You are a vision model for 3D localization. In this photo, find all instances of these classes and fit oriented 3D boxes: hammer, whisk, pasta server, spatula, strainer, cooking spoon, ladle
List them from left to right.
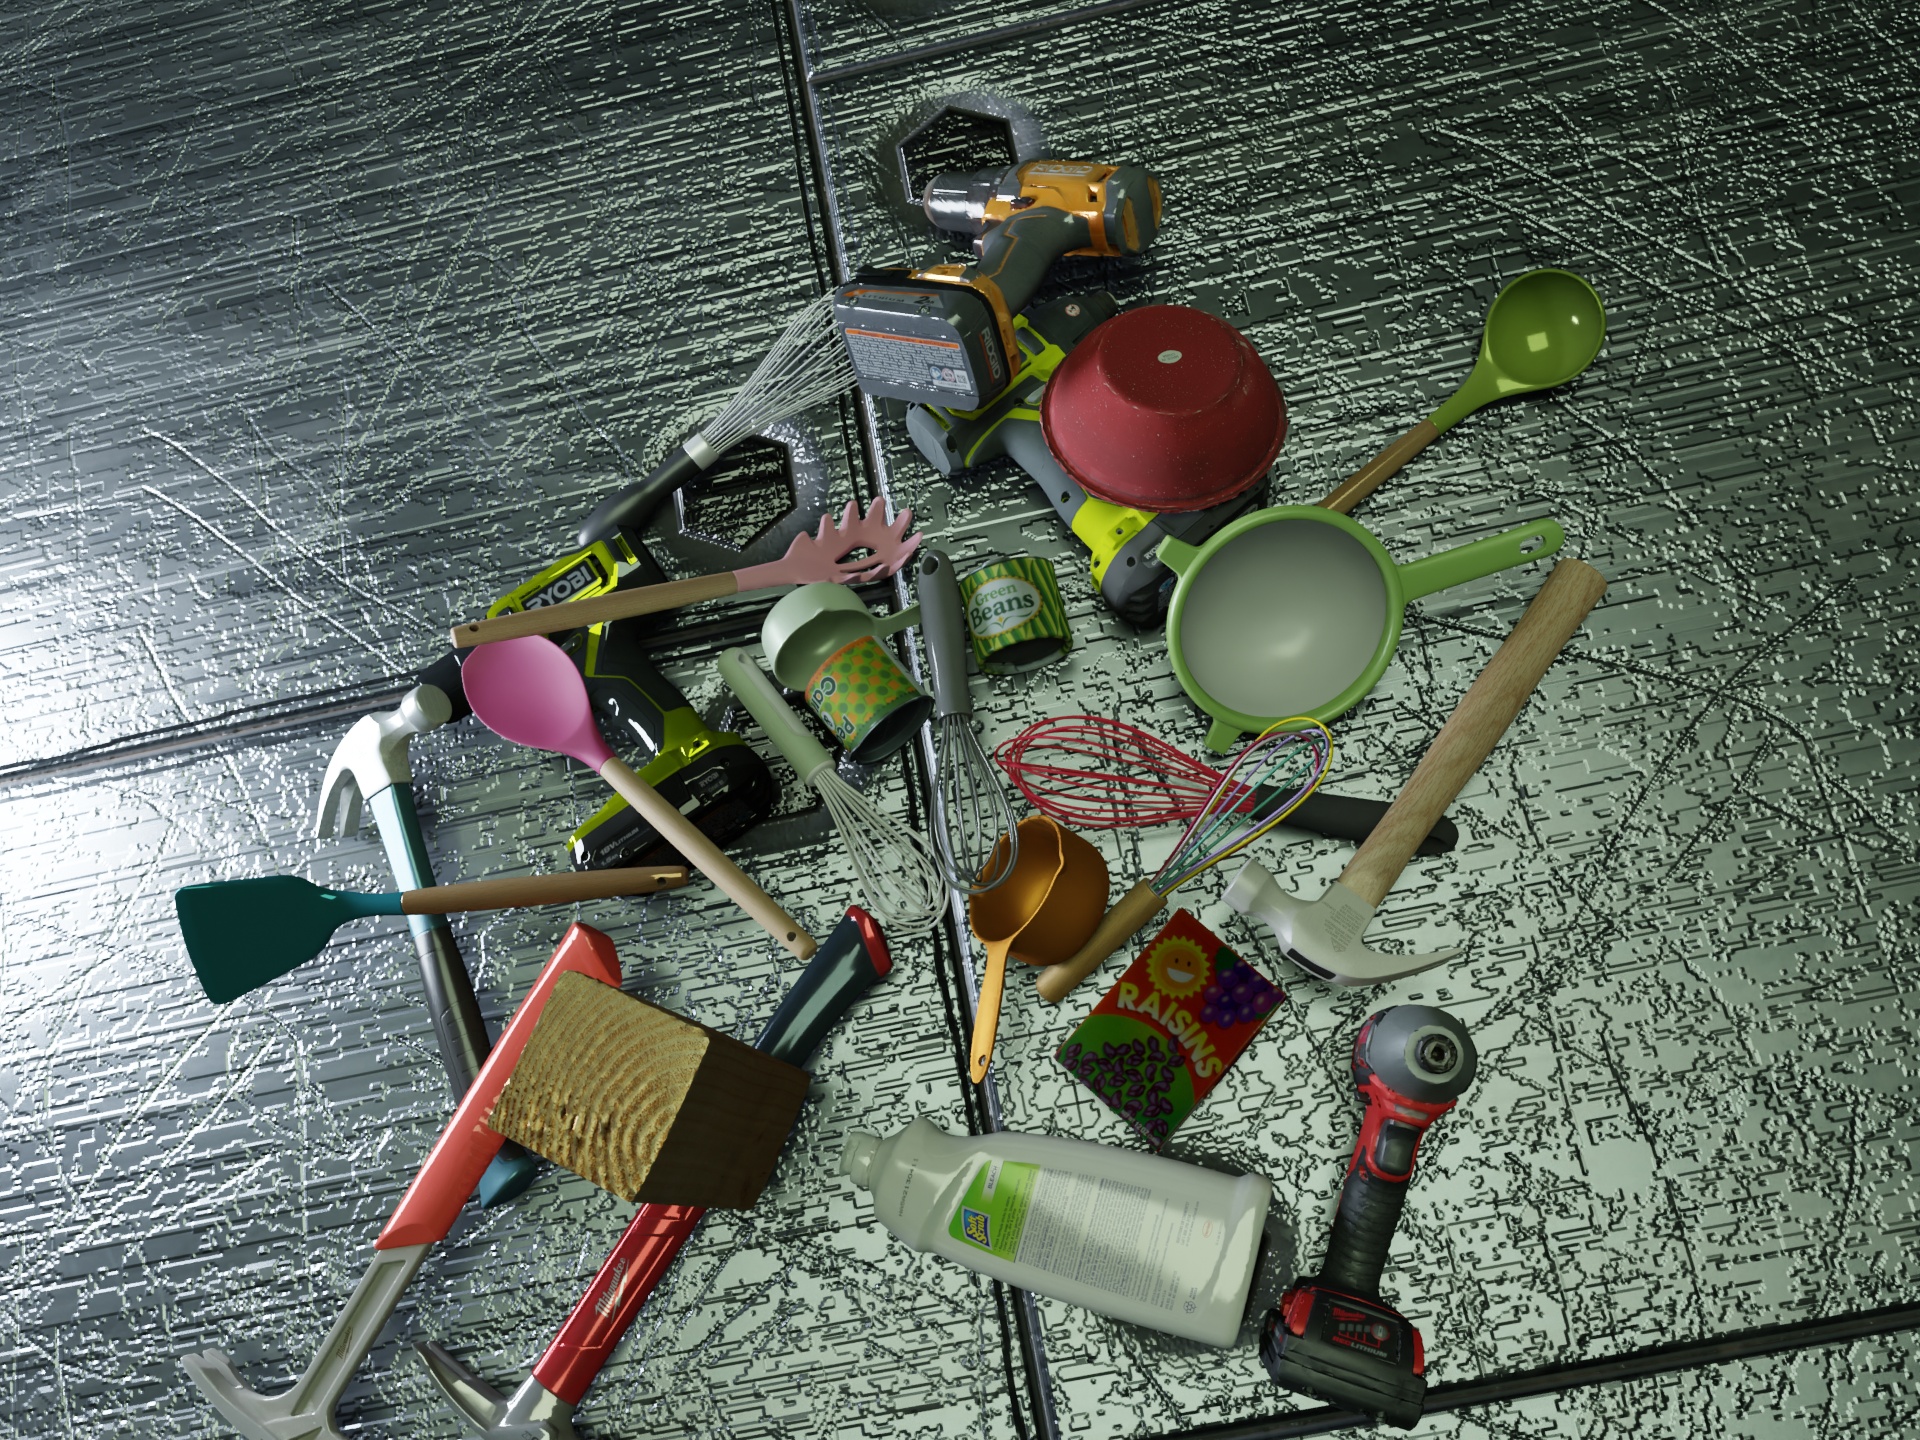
[{"bbox_3d":[-0.323,0.281,0.969,0.149,0.036,0.359,29,86,17],"label":"hammer"},{"bbox_3d":[-0.341,0.151,1.038,0.128,0.033,0.331,-28,76,27],"label":"hammer"},{"bbox_3d":[-0.324,0.118,0.989,0.317,0.044,0.082,-7,107,8],"label":"spatula"},{"bbox_3d":[-0.203,0.044,0.992,0.319,0.017,0.069,39,79,22],"label":"cooking spoon"},{"bbox_3d":[-0.177,0.275,0.995,0.143,0.038,0.386,31,80,17],"label":"hammer"},{"bbox_3d":[-0.174,-0.091,1.047,0.316,0.040,0.060,-14,61,-23],"label":"pasta server"},{"bbox_3d":[-0.159,-0.211,1.133,0.284,0.070,0.070,-39,72,0],"label":"whisk"},{"bbox_3d":[-0.087,0.040,1.050,0.246,0.057,0.059,50,115,22],"label":"whisk"},{"bbox_3d":[-0.001,-0.004,1.011,0.055,0.055,0.239,-10,68,5],"label":"whisk"},{"bbox_3d":[0.134,0.087,0.975,0.245,0.051,0.047,-45,78,16],"label":"whisk"},{"bbox_3d":[0.167,0.047,1.009,0.296,0.073,0.073,10,75,5],"label":"whisk"},{"bbox_3d":[0.251,-0.088,1.017,0.256,0.069,0.151,-18,113,1],"label":"strainer"},{"bbox_3d":[0.296,-0.184,1.061,0.320,0.062,0.078,-39,74,-2],"label":"ladle"},{"bbox_3d":[0.306,0.025,0.981,0.130,0.031,0.331,37,71,10],"label":"hammer"}]

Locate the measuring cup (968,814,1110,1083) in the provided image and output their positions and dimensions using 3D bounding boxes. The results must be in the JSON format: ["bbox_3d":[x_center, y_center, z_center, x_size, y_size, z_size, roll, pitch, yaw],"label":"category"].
[{"bbox_3d":[0.044,0.145,0.969,0.052,0.095,0.174,29,58,-27],"label":"measuring cup"}]

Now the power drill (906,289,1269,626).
[{"bbox_3d":[0.096,-0.187,1.078,0.171,0.080,0.223,-40,70,-10],"label":"power drill"}]

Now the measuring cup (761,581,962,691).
[{"bbox_3d":[-0.057,-0.076,1.077,0.167,0.083,0.038,-24,56,-17],"label":"measuring cup"}]

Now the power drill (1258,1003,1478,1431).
[{"bbox_3d":[0.235,0.266,0.889,0.078,0.143,0.220,16,78,9],"label":"power drill"}]

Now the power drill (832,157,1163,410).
[{"bbox_3d":[0.007,-0.312,1.085,0.185,0.084,0.226,17,53,34],"label":"power drill"}]

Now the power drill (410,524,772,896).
[{"bbox_3d":[-0.249,0.001,1.068,0.190,0.080,0.229,-34,69,-3],"label":"power drill"}]
